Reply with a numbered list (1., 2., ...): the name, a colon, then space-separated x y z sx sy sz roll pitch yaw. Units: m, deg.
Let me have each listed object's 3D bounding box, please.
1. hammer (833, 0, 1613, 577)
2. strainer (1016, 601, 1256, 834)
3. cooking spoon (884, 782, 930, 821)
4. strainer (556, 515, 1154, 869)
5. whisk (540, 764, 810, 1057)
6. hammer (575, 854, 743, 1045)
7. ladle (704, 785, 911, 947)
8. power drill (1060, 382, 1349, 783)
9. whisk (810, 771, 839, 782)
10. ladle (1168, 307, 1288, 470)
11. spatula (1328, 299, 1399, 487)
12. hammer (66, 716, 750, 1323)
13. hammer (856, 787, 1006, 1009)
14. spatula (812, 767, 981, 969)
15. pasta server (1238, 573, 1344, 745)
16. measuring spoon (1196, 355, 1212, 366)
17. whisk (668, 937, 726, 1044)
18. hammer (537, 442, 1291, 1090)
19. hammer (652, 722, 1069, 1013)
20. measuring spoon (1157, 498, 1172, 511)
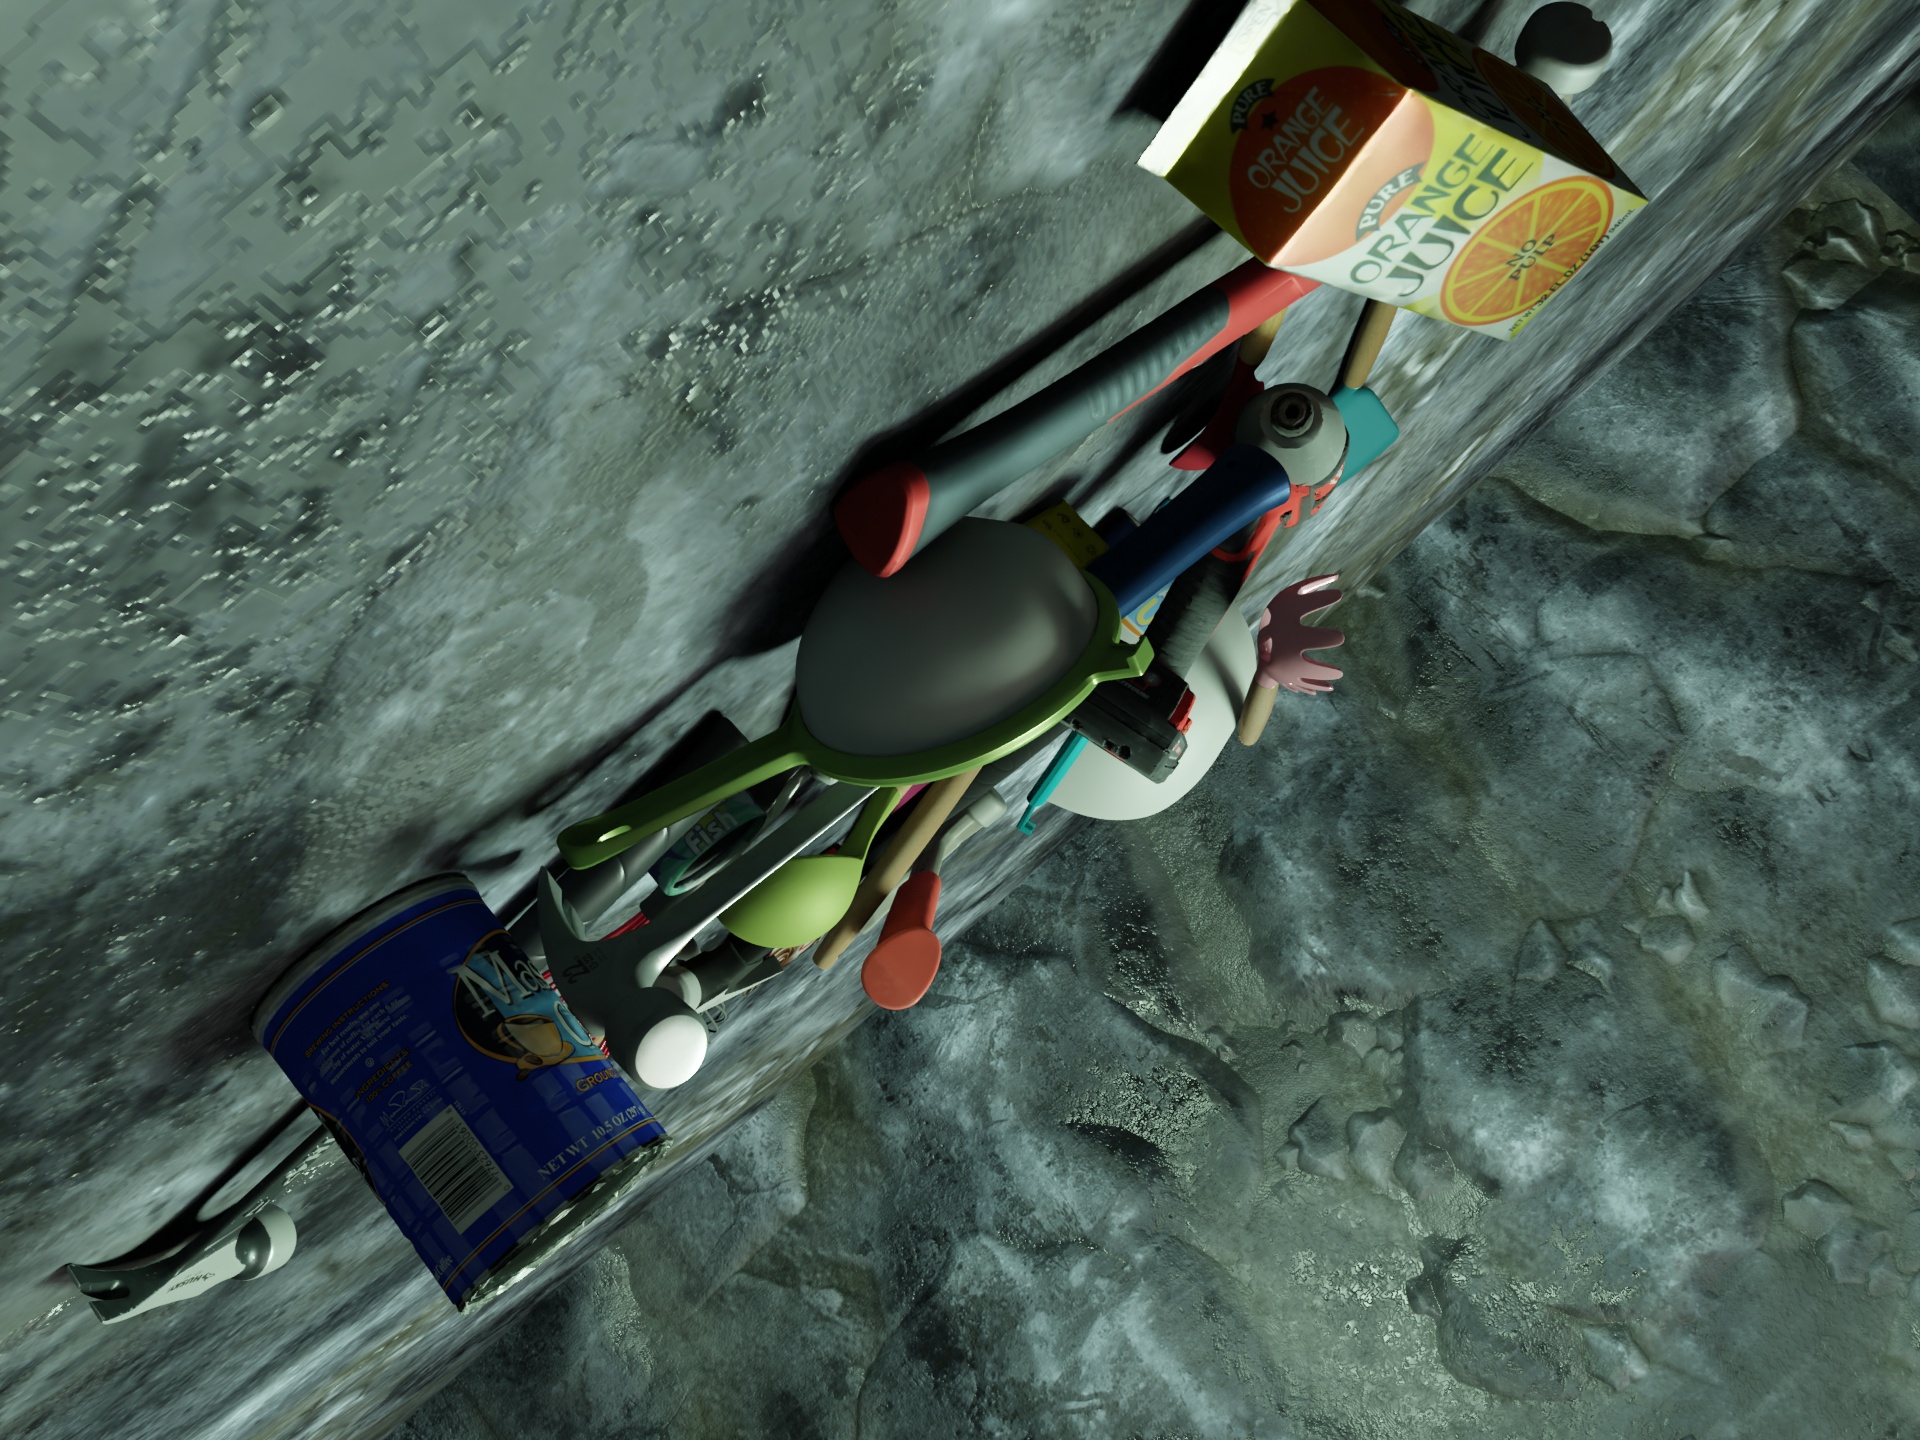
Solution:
1. hammer: 0.111 -0.168 0.681 0.386 0.038 0.143 -35 166 -16
2. strainer: 0.176 -0.050 1.138 0.340 0.095 0.211 -52 175 -28
3. cooking spoon: -0.058 0.072 1.175 0.068 0.017 0.318 7 155 -15
4. strainer: -0.060 -0.021 0.662 0.256 0.069 0.152 -27 -148 -6
5. whisk: -0.179 0.122 0.870 0.296 0.073 0.073 -48 169 5
6. hammer: -0.230 0.187 1.017 0.331 0.031 0.130 -48 168 33
7. ladle: -0.035 0.016 0.892 0.078 0.062 0.320 -22 -159 40
8. power drill: 0.133 -0.079 0.854 0.219 0.078 0.143 -57 169 1
9. whisk: -0.001 -0.004 1.007 0.284 0.070 0.070 -20 157 -53
10. ladle: 0.154 -0.202 0.811 0.069 0.031 0.315 -43 169 -12
11. spatula: 0.283 -0.237 1.091 0.082 0.044 0.317 -37 169 -1
12. hammer: -0.248 0.144 0.756 0.409 0.036 0.149 -43 169 6
13. hammer: -0.036 0.122 1.025 0.149 0.036 0.359 -42 -176 7
14. spatula: 0.002 0.025 0.887 0.316 0.018 0.060 -54 170 22
15. pasta server: 0.190 -0.020 0.952 0.040 0.060 0.316 -1 168 6
16. measuring spoon: 0.104 -0.171 0.771 0.034 0.018 0.124 -48 169 32
17. whisk: -0.198 0.193 1.139 0.055 0.055 0.238 -37 165 -21
18. hammer: -0.009 -0.004 0.704 0.405 0.035 0.144 -38 -146 -20
19. hammer: -0.041 0.072 0.979 0.335 0.035 0.146 -38 171 10
20. measuring spoon: 0.127 -0.120 1.109 0.042 0.021 0.128 -36 160 -22
